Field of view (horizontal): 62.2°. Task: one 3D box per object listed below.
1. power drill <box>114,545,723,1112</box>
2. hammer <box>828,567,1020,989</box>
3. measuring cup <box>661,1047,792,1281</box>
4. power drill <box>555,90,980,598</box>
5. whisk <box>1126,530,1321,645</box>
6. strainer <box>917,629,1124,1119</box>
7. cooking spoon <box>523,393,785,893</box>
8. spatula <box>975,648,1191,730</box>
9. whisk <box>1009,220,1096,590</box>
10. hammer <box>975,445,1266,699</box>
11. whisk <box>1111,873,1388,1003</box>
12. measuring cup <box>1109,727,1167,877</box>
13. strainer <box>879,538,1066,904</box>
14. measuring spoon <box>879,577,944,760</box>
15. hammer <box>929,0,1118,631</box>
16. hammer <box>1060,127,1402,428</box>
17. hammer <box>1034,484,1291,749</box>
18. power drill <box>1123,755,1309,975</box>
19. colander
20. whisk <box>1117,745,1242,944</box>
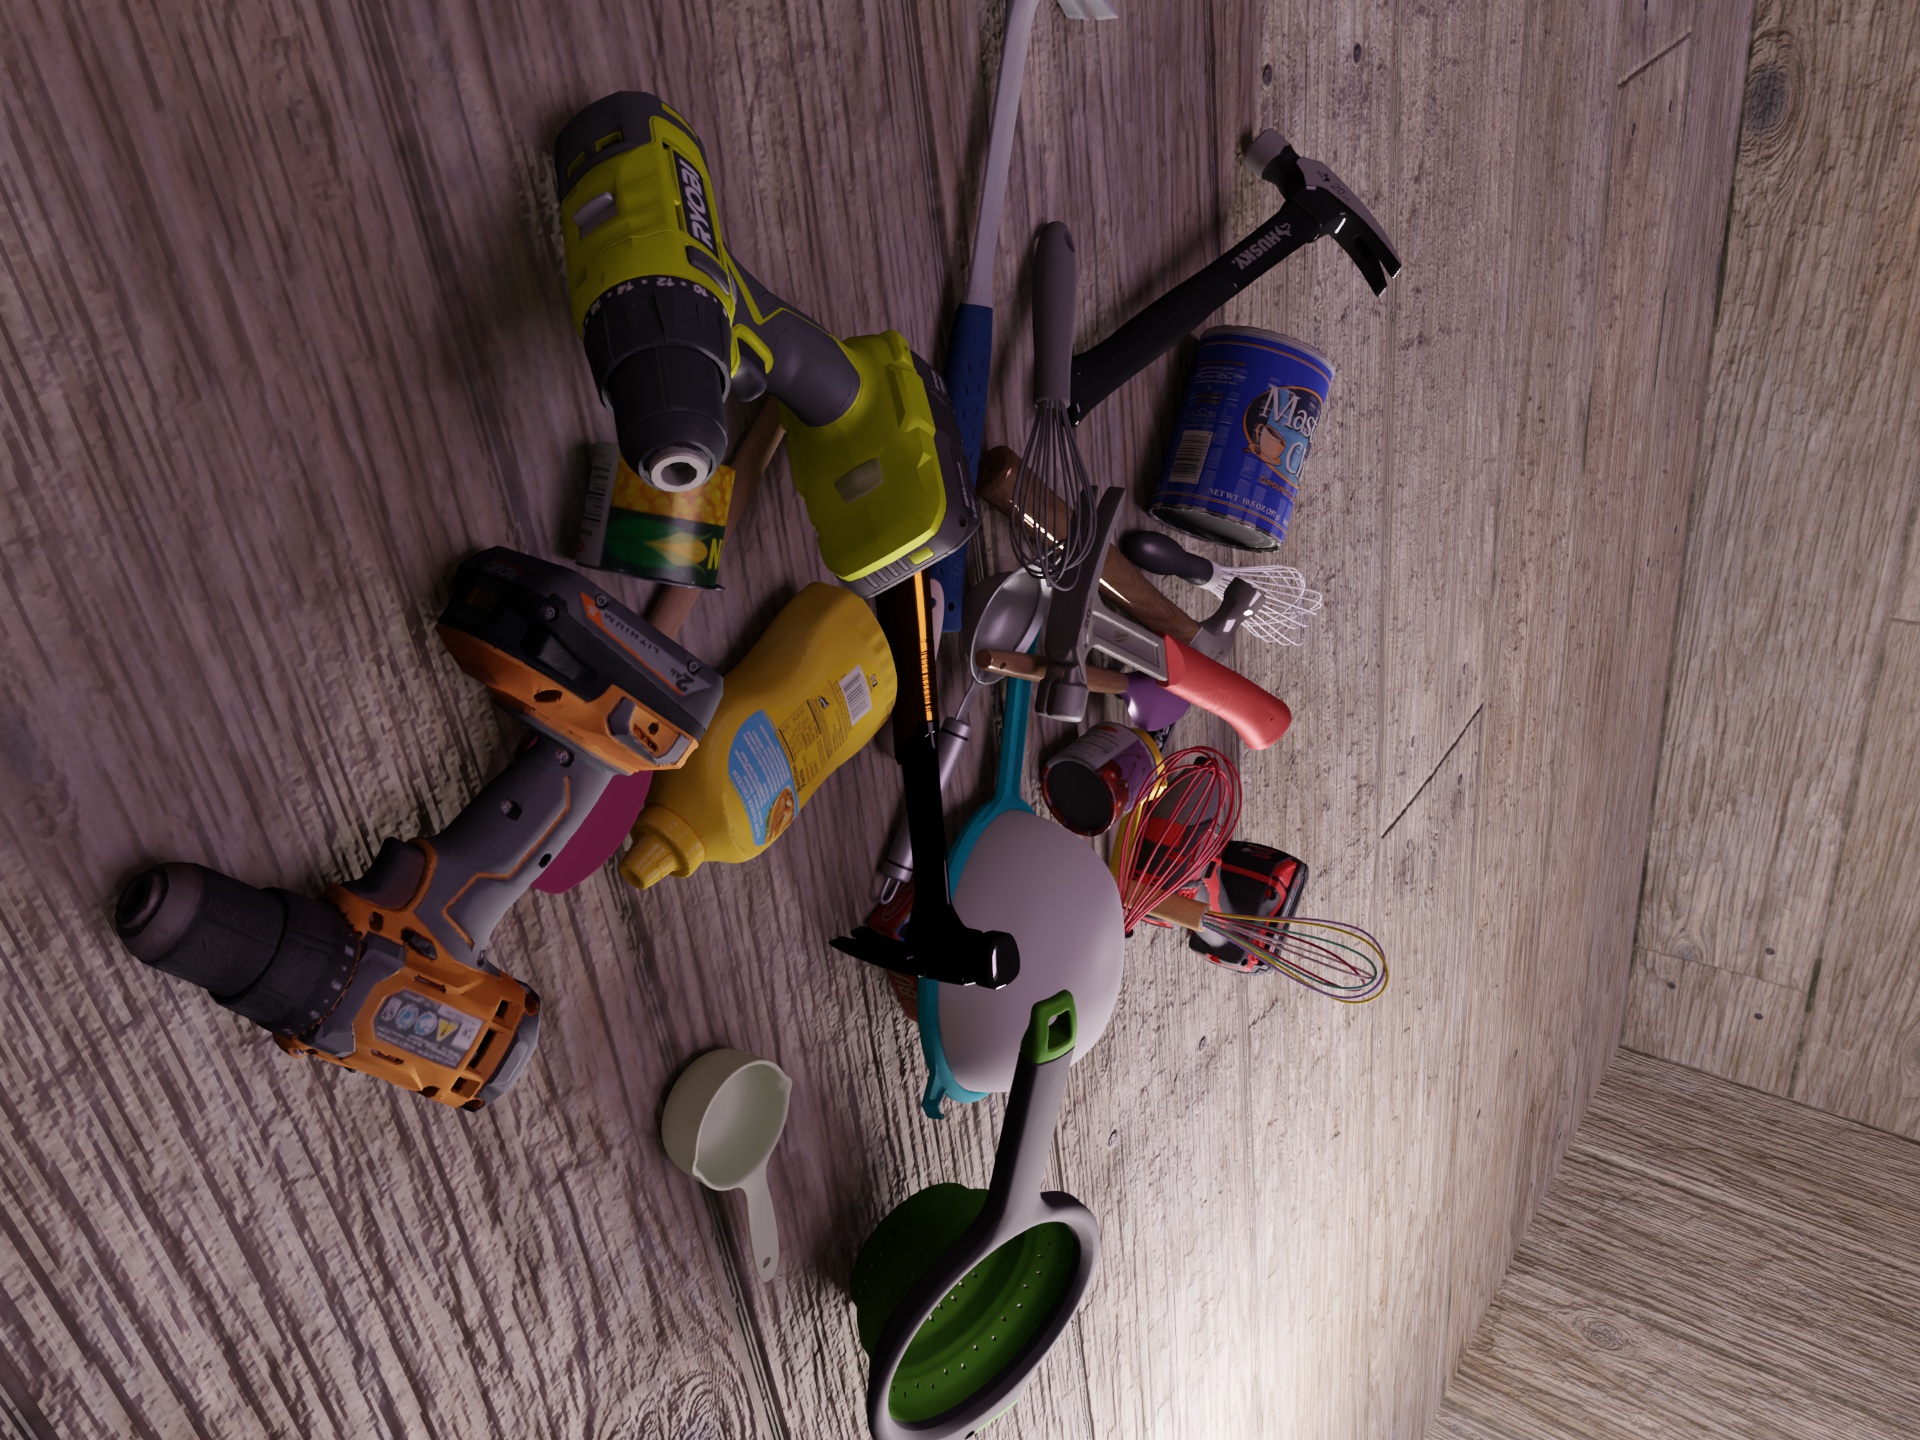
[{"bbox_3d":[-0.221,0.038,0.671,0.185,0.084,0.226,39,75,-46],"label":"power drill"},{"bbox_3d":[-0.033,-0.013,0.928,0.034,0.127,0.337,-17,107,-50],"label":"hammer"},{"bbox_3d":[-0.133,0.262,0.928,0.083,0.038,0.167,-38,134,-43],"label":"measuring cup"},{"bbox_3d":[-0.085,-0.146,0.711,0.228,0.080,0.191,33,36,-52],"label":"power drill"},{"bbox_3d":[0.212,-0.109,1.269,0.284,0.070,0.070,12,93,-52],"label":"whisk"},{"bbox_3d":[0.063,0.097,1.072,0.211,0.095,0.340,-6,102,-65],"label":"strainer"},{"bbox_3d":[-0.141,-0.062,0.798,0.068,0.017,0.319,36,71,-35],"label":"cooking spoon"},{"bbox_3d":[0.096,-0.026,1.089,0.315,0.018,0.059,7,113,-58],"label":"spatula"},{"bbox_3d":[0.059,-0.195,0.975,0.055,0.055,0.239,19,69,-57],"label":"whisk"},{"bbox_3d":[0.105,-0.099,1.112,0.130,0.031,0.331,-54,141,4],"label":"hammer"},{"bbox_3d":[0.201,0.158,1.183,0.051,0.245,0.047,-46,137,-35],"label":"whisk"},{"bbox_3d":[0.121,0.077,1.225,0.029,0.062,0.156,-14,129,-29],"label":"measuring cup"},{"bbox_3d":[-0.002,-0.003,1.011,0.086,0.050,0.258,25,88,-65],"label":"strainer"},{"bbox_3d":[-0.026,-0.026,0.951,0.018,0.034,0.124,-98,-165,-61],"label":"measuring spoon"},{"bbox_3d":[0.015,-0.254,0.936,0.144,0.035,0.405,-6,108,-55],"label":"hammer"},{"bbox_3d":[0.174,-0.293,1.099,0.335,0.146,0.035,-41,171,-30],"label":"hammer"},{"bbox_3d":[0.159,-0.045,1.128,0.358,0.037,0.149,19,83,-57],"label":"hammer"},{"bbox_3d":[0.215,0.127,1.353,0.219,0.079,0.143,38,71,-52],"label":"power drill"},{"bbox_3d":[0.004,0.317,1.049,0.204,0.095,0.396,-17,129,-38],"label":"colander"},{"bbox_3d":[0.125,0.138,1.167,0.073,0.073,0.295,-22,144,-50],"label":"whisk"}]
